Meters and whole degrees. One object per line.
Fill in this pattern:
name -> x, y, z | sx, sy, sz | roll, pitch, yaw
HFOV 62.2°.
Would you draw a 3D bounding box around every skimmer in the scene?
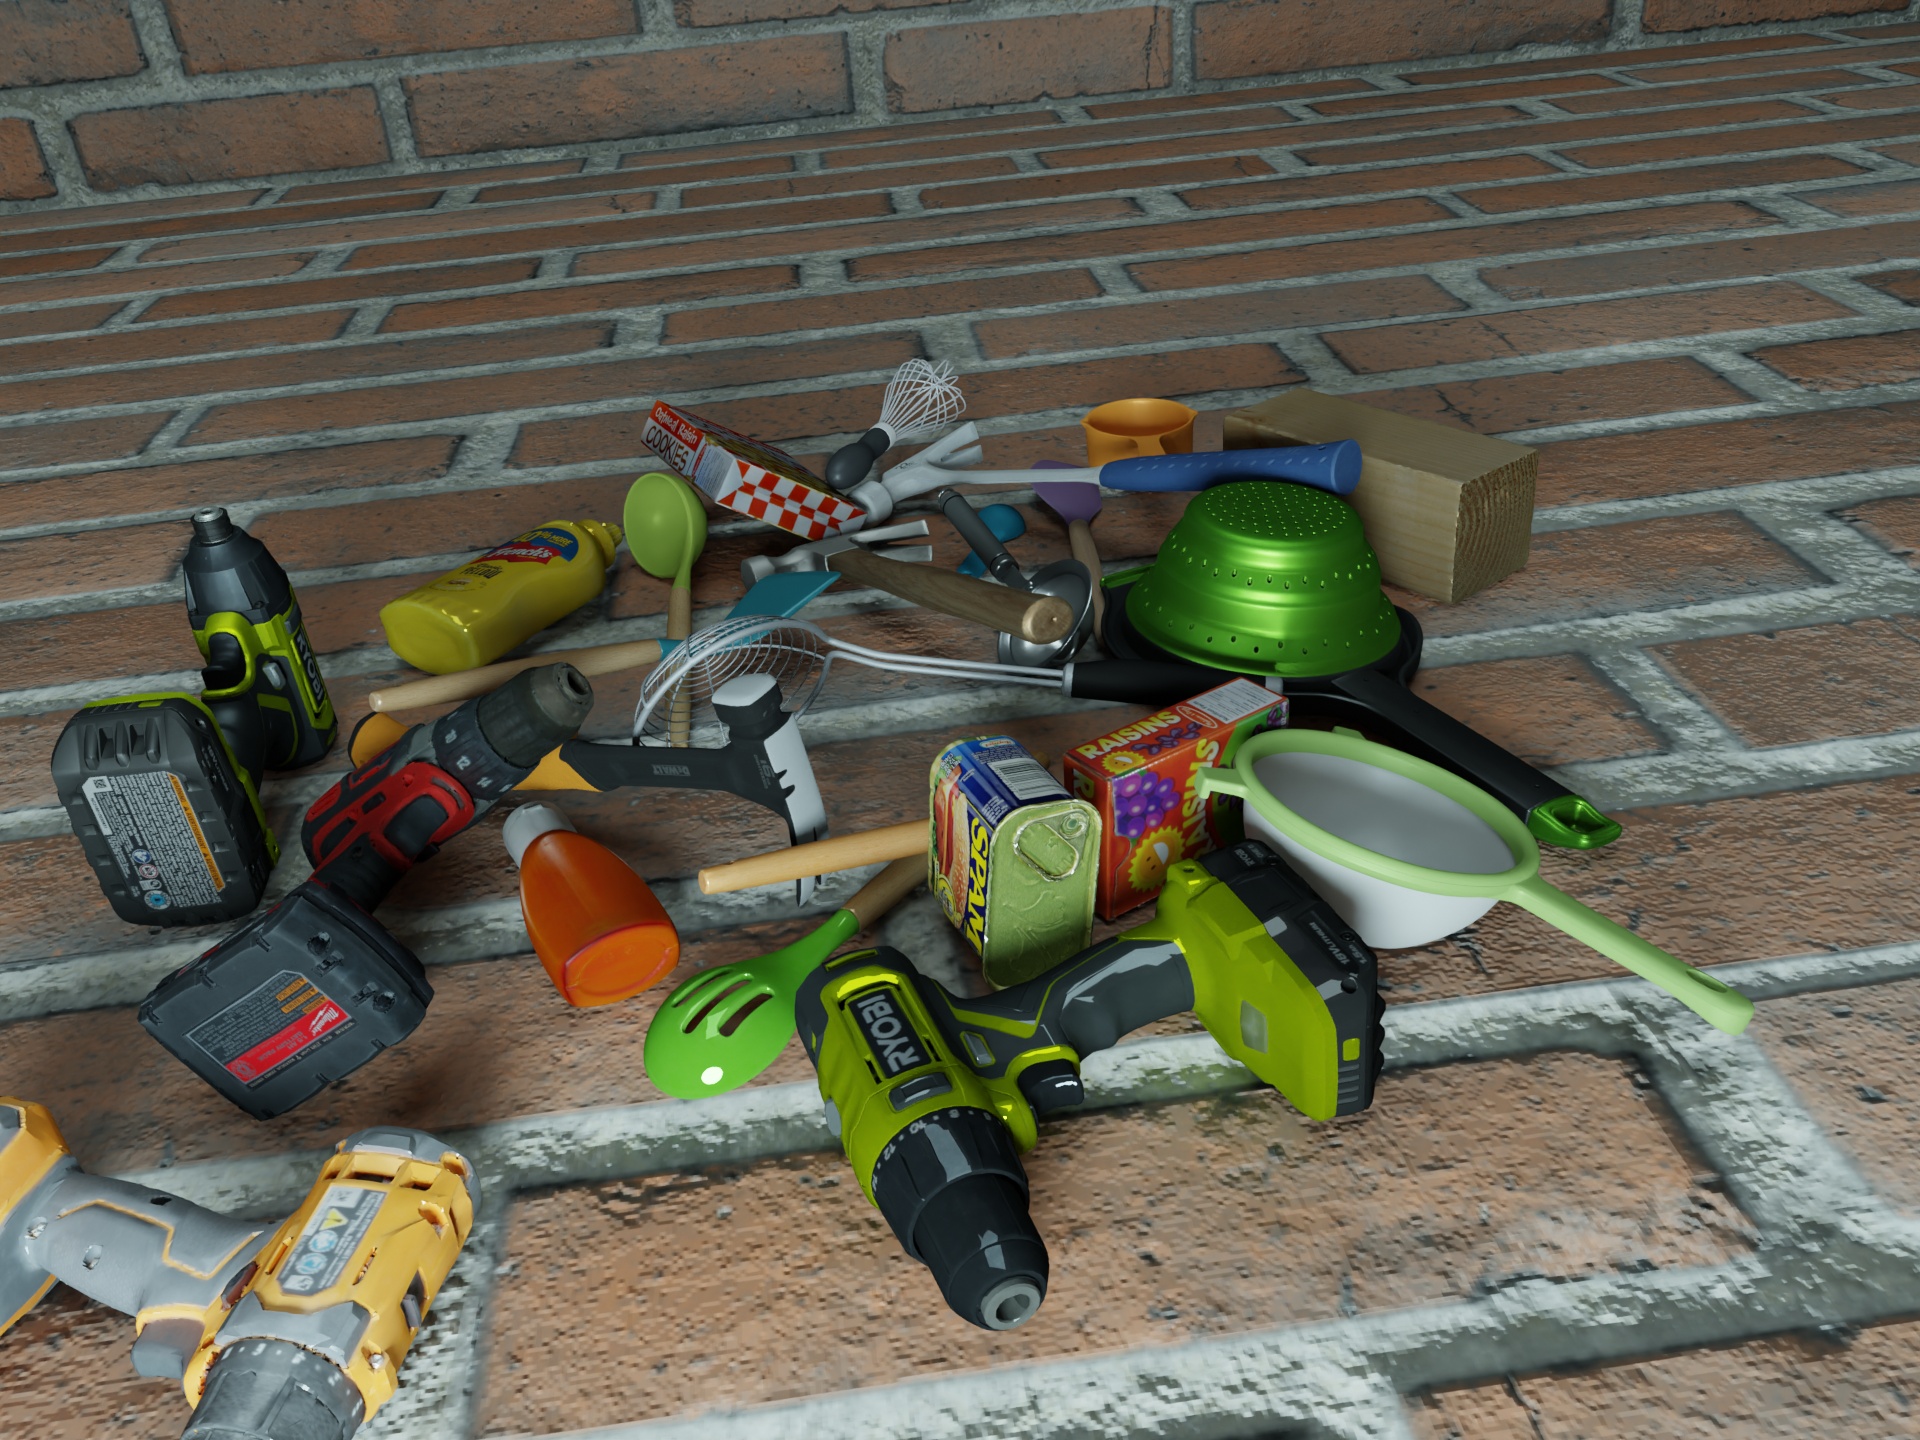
skimmer -> -0.001, -0.003, 0.908 | 0.363, 0.127, 0.090 | 5, 62, 5

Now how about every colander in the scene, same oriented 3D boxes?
colander -> 0.234, -0.055, 0.947 | 0.204, 0.094, 0.398 | -15, 33, -26

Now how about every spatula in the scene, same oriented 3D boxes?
spatula -> 0.014, 0.045, 0.845 | 0.322, 0.041, 0.081 | -10, 13, -28
spatula -> -0.212, -0.050, 0.976 | 0.082, 0.044, 0.317 | 4, 14, 45
spatula -> 0.088, -0.134, 1.185 | 0.059, 0.018, 0.316 | 9, 30, -9

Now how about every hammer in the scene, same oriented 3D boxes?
hammer -> -0.224, 0.031, 0.903 | 0.337, 0.127, 0.034 | 2, 32, 31
hammer -> 0.103, -0.184, 1.169 | 0.406, 0.035, 0.144 | 6, 34, 40
hammer -> -0.026, -0.092, 1.057 | 0.130, 0.031, 0.331 | -20, 21, -25

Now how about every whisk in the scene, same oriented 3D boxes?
whisk -> -0.056, -0.247, 1.340 | 0.070, 0.070, 0.285 | 5, 28, 16

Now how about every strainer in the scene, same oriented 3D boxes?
strainer -> 0.036, -0.101, 1.091 | 0.050, 0.087, 0.259 | 29, 18, -38
strainer -> 0.236, 0.090, 0.750 | 0.257, 0.069, 0.151 | 33, 28, 33

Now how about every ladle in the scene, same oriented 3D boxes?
ladle -> -0.206, -0.076, 1.101 | 0.062, 0.078, 0.320 | 15, 31, -19

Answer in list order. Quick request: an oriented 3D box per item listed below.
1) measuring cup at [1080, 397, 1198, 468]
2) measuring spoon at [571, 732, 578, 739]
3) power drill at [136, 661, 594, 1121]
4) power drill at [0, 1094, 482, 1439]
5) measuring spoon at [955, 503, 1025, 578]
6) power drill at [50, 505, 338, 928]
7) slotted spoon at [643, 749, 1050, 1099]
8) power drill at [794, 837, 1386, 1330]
measuring cup -> 0.148, -0.201, 1.261 | 0.095, 0.052, 0.174 | -5, 33, 0
measuring spoon -> -0.298, 0.016, 1.005 | 0.117, 0.011, 0.021 | -9, 31, 1
power drill -> -0.277, 0.067, 0.784 | 0.188, 0.080, 0.227 | -31, 24, 20
power drill -> -0.316, 0.227, 0.588 | 0.226, 0.084, 0.185 | 4, 33, 7
measuring spoon -> 0.017, -0.135, 1.195 | 0.042, 0.021, 0.129 | 4, 30, 16
power drill -> -0.425, -0.006, 0.905 | 0.080, 0.171, 0.223 | -7, 34, -3
slotted spoon -> -0.044, 0.090, 0.825 | 0.070, 0.031, 0.314 | 20, 37, 30
power drill -> 0.059, 0.145, 0.670 | 0.228, 0.080, 0.191 | -17, 32, -15
